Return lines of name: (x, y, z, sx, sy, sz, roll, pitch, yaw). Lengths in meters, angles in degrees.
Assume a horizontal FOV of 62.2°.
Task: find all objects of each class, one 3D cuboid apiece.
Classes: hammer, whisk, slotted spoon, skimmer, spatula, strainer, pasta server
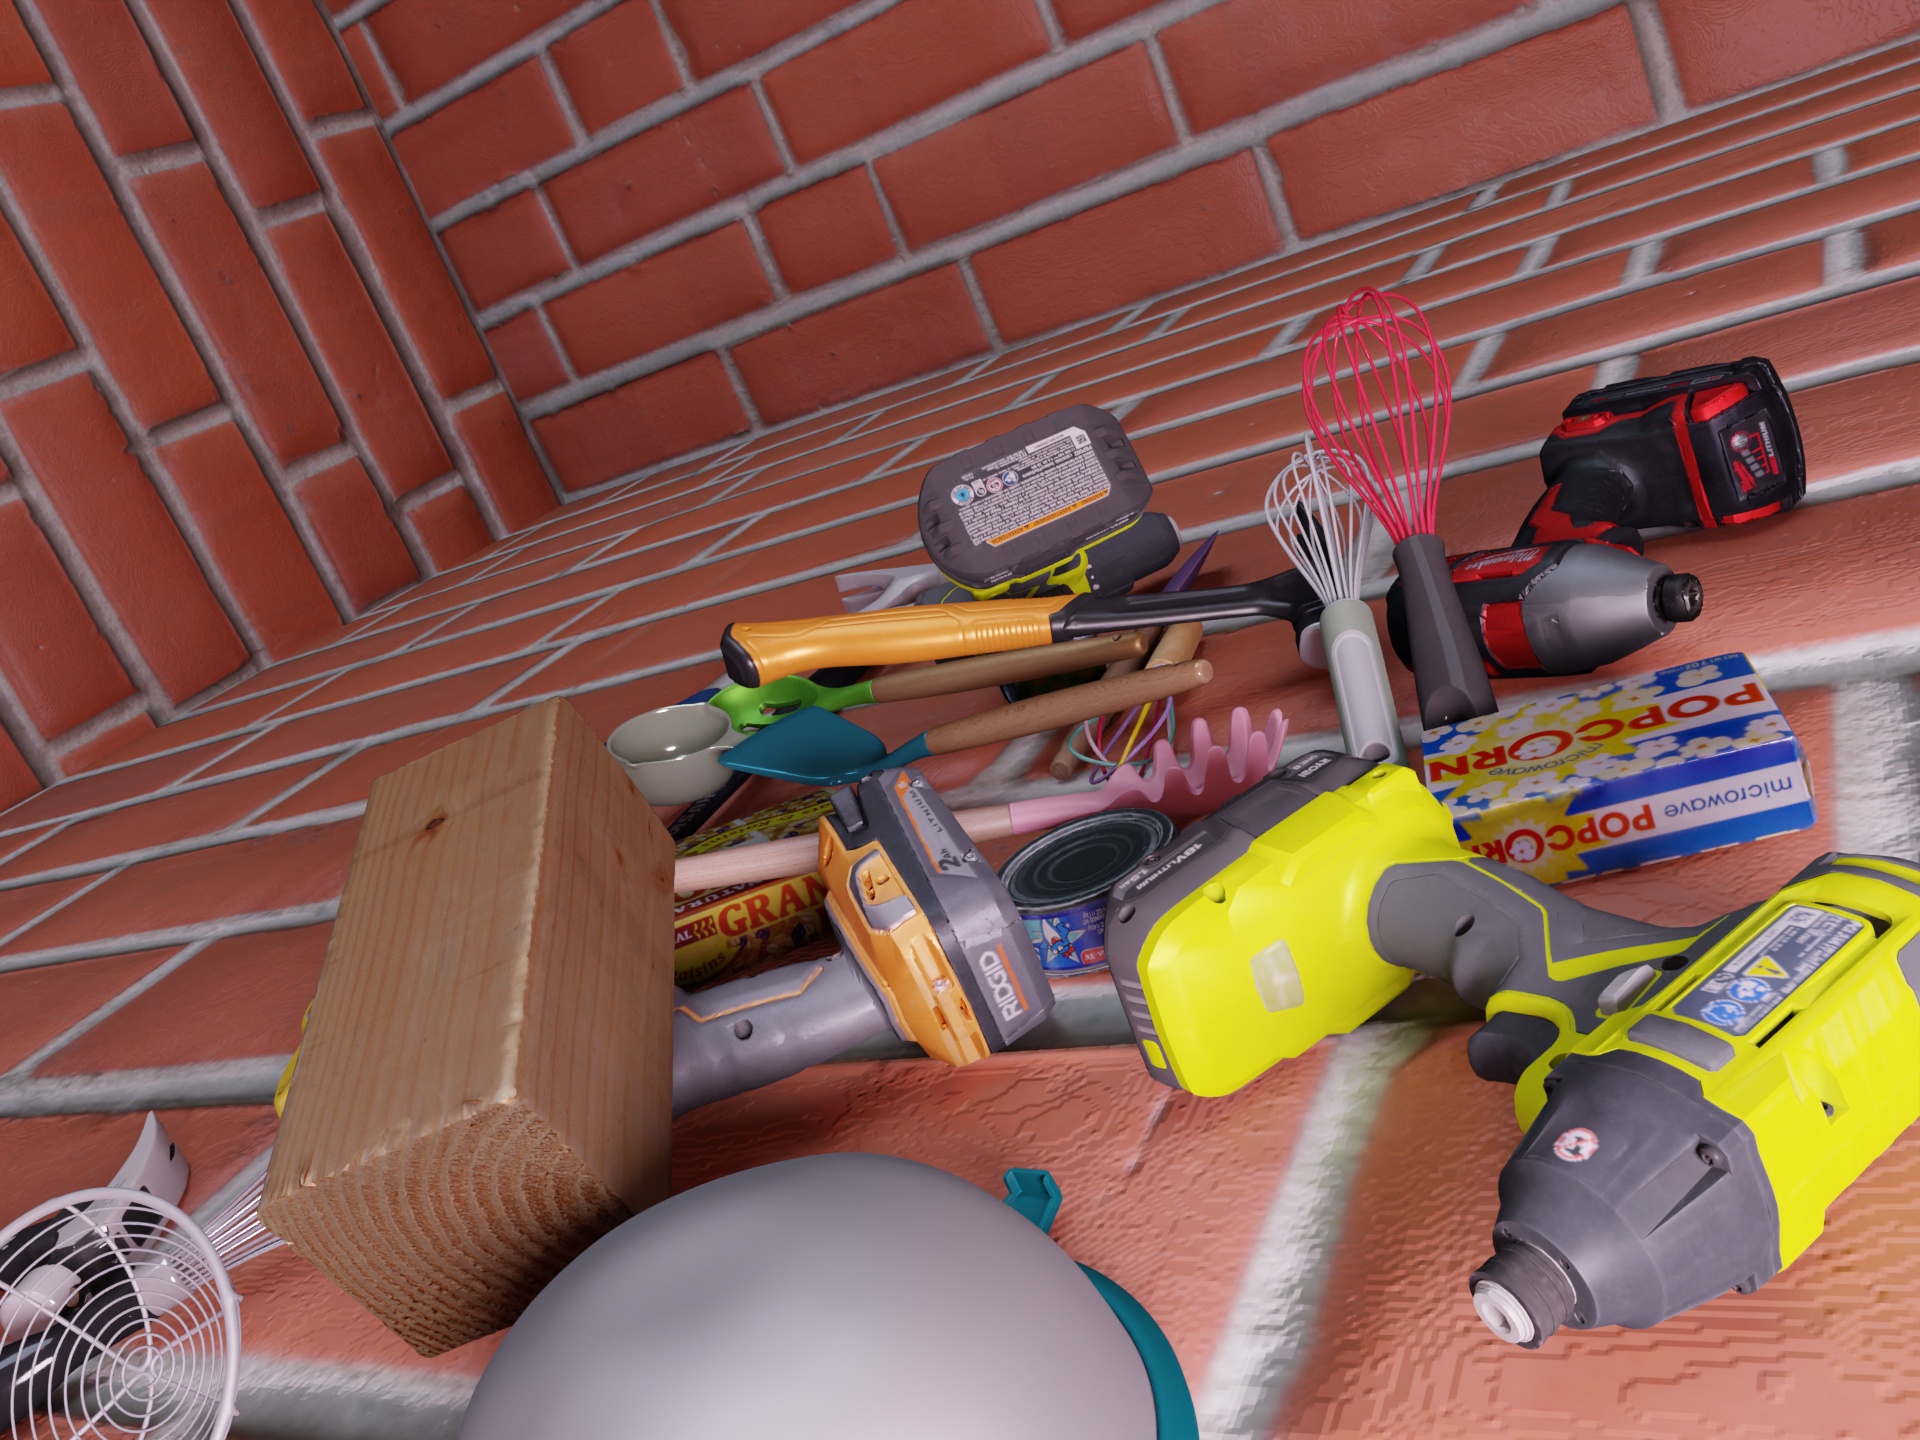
hammer: (-0.160, -0.019, 1.099, 0.405, 0.035, 0.144, -34, 23, -36)
whisk: (0.104, -0.014, 0.870, 0.051, 0.047, 0.245, -4, 19, 18)
slotted spoon: (-0.029, -0.020, 0.952, 0.314, 0.031, 0.070, -9, 39, 33)
whisk: (0.183, -0.055, 0.761, 0.058, 0.059, 0.247, -14, 43, 15)
whisk: (-0.307, 0.217, 0.672, 0.284, 0.070, 0.070, -33, 20, -16)
hammer: (-0.539, 0.288, 0.782, 0.335, 0.035, 0.146, -20, 18, 9)
skimmer: (-0.361, 0.294, 0.452, 0.127, 0.090, 0.363, 19, 36, 17)
spatula: (-0.001, -0.003, 0.832, 0.317, 0.044, 0.082, -15, 13, 44)
hammer: (0.038, -0.058, 0.862, 0.337, 0.034, 0.127, -6, 35, 5)
strainer: (-0.040, 0.192, 0.346, 0.211, 0.095, 0.340, -24, 16, -5)
whisk: (0.209, -0.093, 0.740, 0.073, 0.073, 0.296, -16, 53, 19)
spatula: (0.111, -0.048, 0.974, 0.059, 0.018, 0.316, -54, -1, 37)
hammer: (-0.136, 0.025, 1.055, 0.149, 0.036, 0.409, -12, 20, 26)
pasta server: (-0.004, 0.043, 0.736, 0.316, 0.040, 0.060, -10, 12, 4)

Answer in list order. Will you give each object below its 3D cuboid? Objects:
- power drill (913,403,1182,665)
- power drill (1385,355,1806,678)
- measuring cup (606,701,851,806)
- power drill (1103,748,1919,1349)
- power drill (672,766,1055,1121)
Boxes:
power drill: (0.060, -0.113, 1.028, 0.190, 0.080, 0.228, -24, -14, -3)
power drill: (0.320, -0.093, 0.778, 0.220, 0.078, 0.143, -39, 22, -33)
measuring cup: (-0.132, 0.028, 0.949, 0.168, 0.038, 0.083, 7, 30, 23)
power drill: (0.149, 0.084, 0.467, 0.171, 0.080, 0.223, -30, 22, -23)
power drill: (-0.098, 0.106, 0.644, 0.226, 0.084, 0.186, -28, 34, -8)
